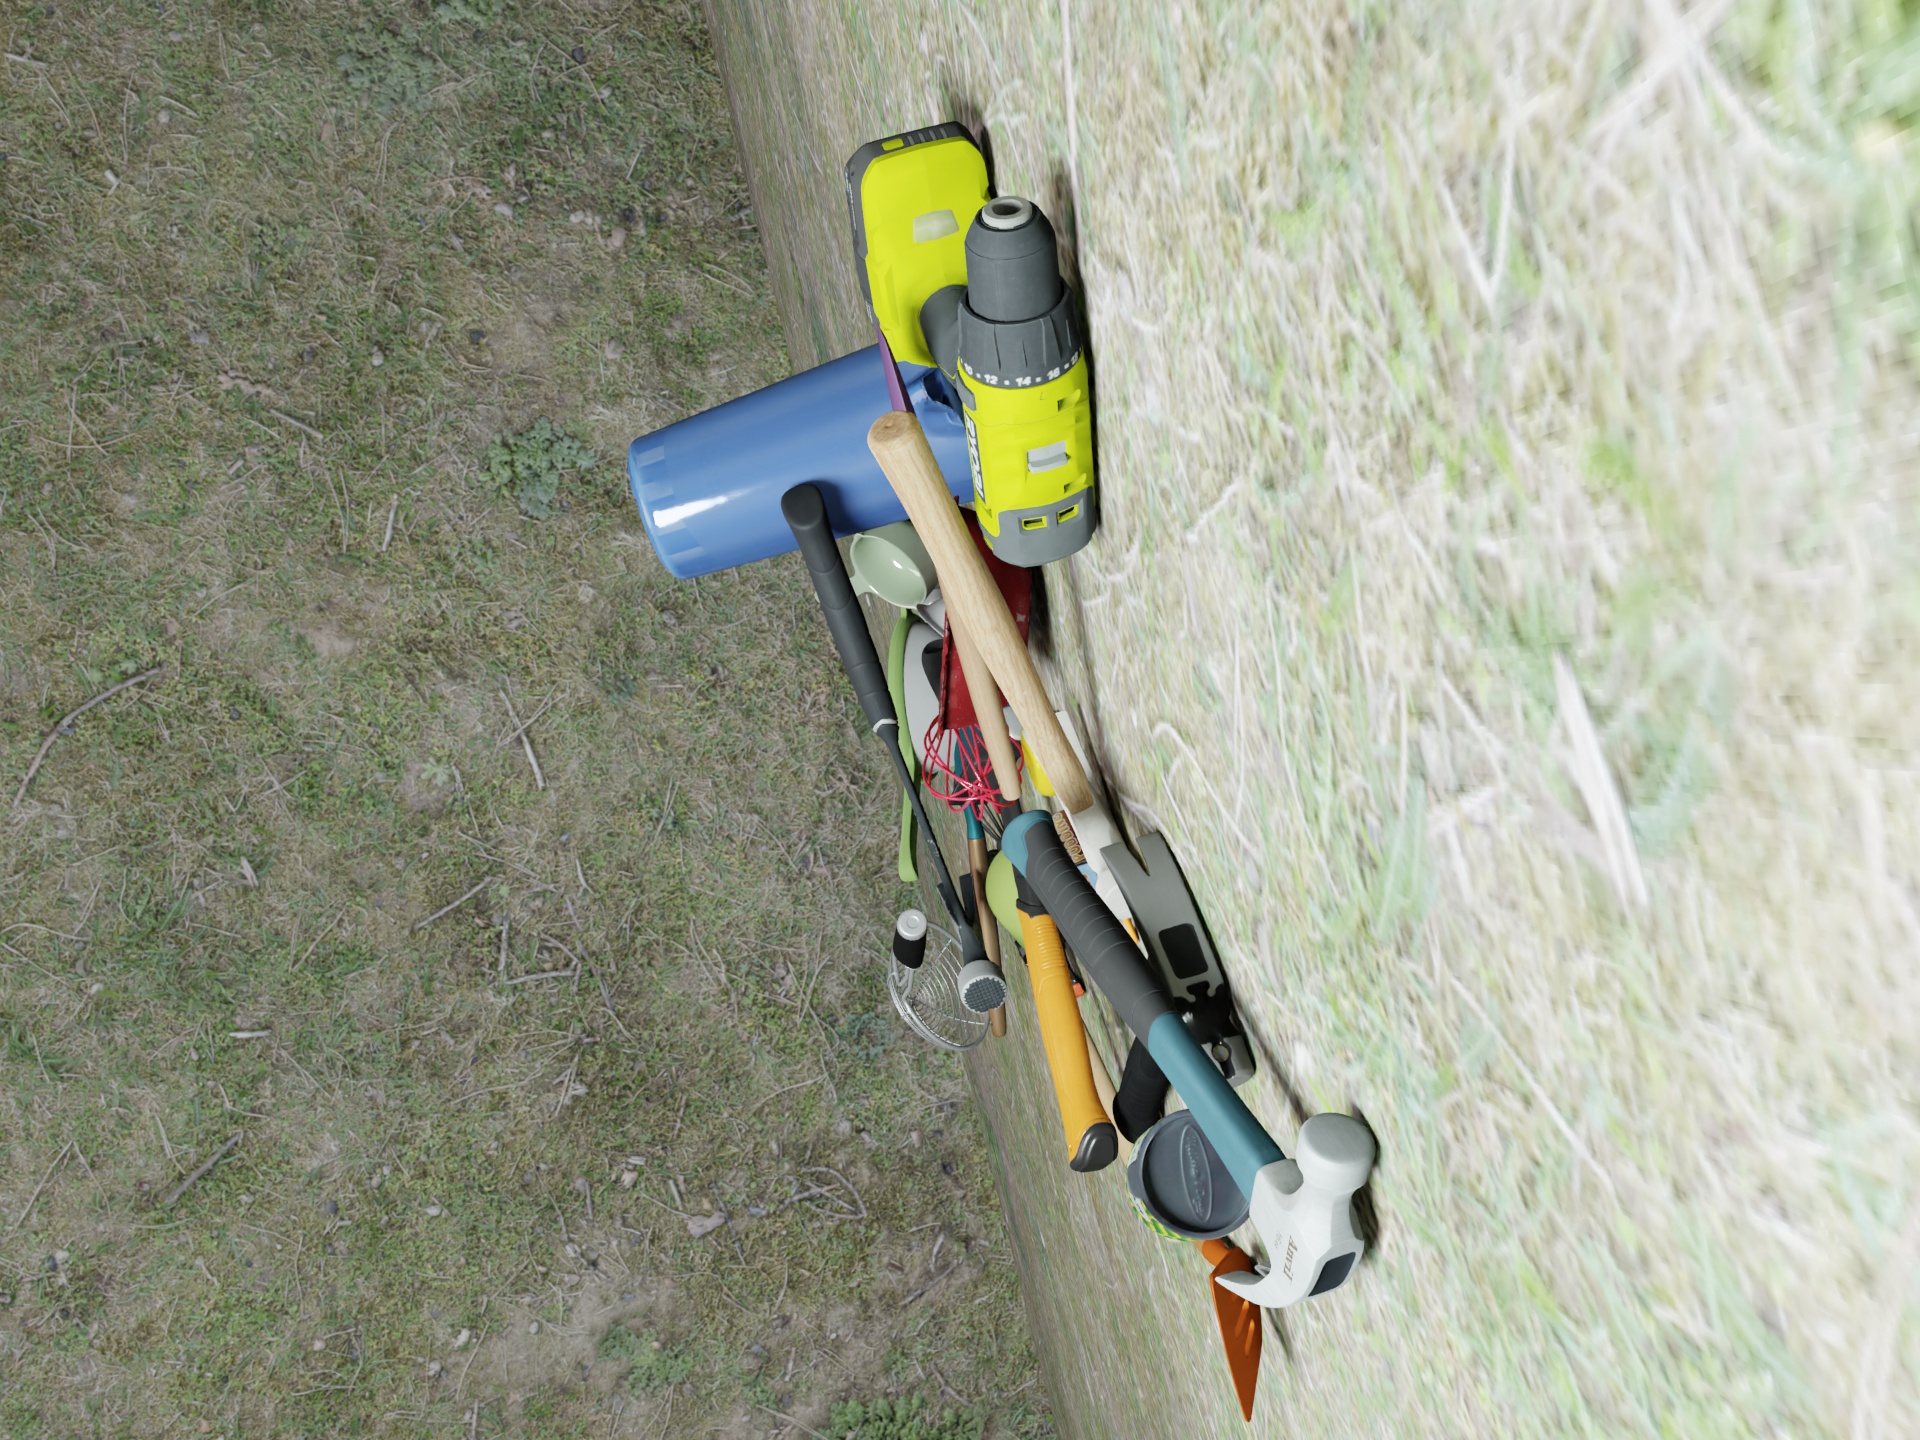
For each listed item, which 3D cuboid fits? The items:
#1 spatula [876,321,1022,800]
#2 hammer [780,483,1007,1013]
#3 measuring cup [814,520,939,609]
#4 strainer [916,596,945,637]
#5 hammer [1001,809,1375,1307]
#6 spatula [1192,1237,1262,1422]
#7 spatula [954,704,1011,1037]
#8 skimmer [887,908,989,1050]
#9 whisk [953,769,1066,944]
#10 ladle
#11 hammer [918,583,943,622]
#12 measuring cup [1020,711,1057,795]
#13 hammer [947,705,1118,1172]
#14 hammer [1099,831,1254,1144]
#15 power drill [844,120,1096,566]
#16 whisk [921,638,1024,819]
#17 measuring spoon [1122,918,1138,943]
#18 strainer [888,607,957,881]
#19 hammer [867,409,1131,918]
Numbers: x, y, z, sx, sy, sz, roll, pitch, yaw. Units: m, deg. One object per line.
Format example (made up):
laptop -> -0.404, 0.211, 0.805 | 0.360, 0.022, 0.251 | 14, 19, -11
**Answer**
spatula -> -0.005, -0.082, 0.933 | 0.060, 0.018, 0.315 | -109, 2, -59
hammer -> -0.048, 0.017, 1.170 | 0.149, 0.036, 0.408 | -107, -2, -65
measuring cup -> -0.074, -0.127, 1.347 | 0.083, 0.038, 0.167 | 49, 151, -17
strainer -> 0.003, -0.086, 1.321 | 0.087, 0.050, 0.258 | 33, -174, -8
hammer -> 0.094, 0.143, 0.776 | 0.331, 0.033, 0.128 | -126, 31, -53
spatula -> 0.142, 0.321, 0.986 | 0.322, 0.041, 0.081 | -163, 59, -84
spatula -> 0.027, 0.119, 1.332 | 0.082, 0.044, 0.317 | -151, 51, -63
skimmer -> -0.014, 0.198, 1.330 | 0.363, 0.090, 0.127 | 96, 153, -70
whisk -> 0.045, 0.105, 1.368 | 0.239, 0.055, 0.055 | -118, 14, -46
ladle -> 0.098, 0.233, 1.215 | 0.320, 0.062, 0.078 | 65, 147, 24
hammer -> -0.048, -0.262, 1.390 | 0.385, 0.038, 0.143 | 83, 172, -50
measuring cup -> 0.069, 0.071, 1.113 | 0.062, 0.029, 0.156 | -122, 20, -71
hammer -> 0.055, 0.161, 1.148 | 0.127, 0.034, 0.337 | 119, 145, -50
hammer -> 0.115, 0.190, 0.957 | 0.334, 0.035, 0.146 | 87, 166, -62
power drill -> 0.007, -0.216, 0.828 | 0.190, 0.080, 0.229 | 81, 169, -46
whisk -> -0.002, -0.004, 1.182 | 0.296, 0.073, 0.073 | -107, 5, -67
measuring spoon -> 0.096, 0.094, 1.039 | 0.021, 0.011, 0.117 | 65, -178, -59
strainer -> -0.013, 0.021, 1.358 | 0.151, 0.069, 0.257 | 67, -158, -52
hammer -> 0.027, -0.034, 0.887 | 0.331, 0.031, 0.130 | 61, -175, -39
